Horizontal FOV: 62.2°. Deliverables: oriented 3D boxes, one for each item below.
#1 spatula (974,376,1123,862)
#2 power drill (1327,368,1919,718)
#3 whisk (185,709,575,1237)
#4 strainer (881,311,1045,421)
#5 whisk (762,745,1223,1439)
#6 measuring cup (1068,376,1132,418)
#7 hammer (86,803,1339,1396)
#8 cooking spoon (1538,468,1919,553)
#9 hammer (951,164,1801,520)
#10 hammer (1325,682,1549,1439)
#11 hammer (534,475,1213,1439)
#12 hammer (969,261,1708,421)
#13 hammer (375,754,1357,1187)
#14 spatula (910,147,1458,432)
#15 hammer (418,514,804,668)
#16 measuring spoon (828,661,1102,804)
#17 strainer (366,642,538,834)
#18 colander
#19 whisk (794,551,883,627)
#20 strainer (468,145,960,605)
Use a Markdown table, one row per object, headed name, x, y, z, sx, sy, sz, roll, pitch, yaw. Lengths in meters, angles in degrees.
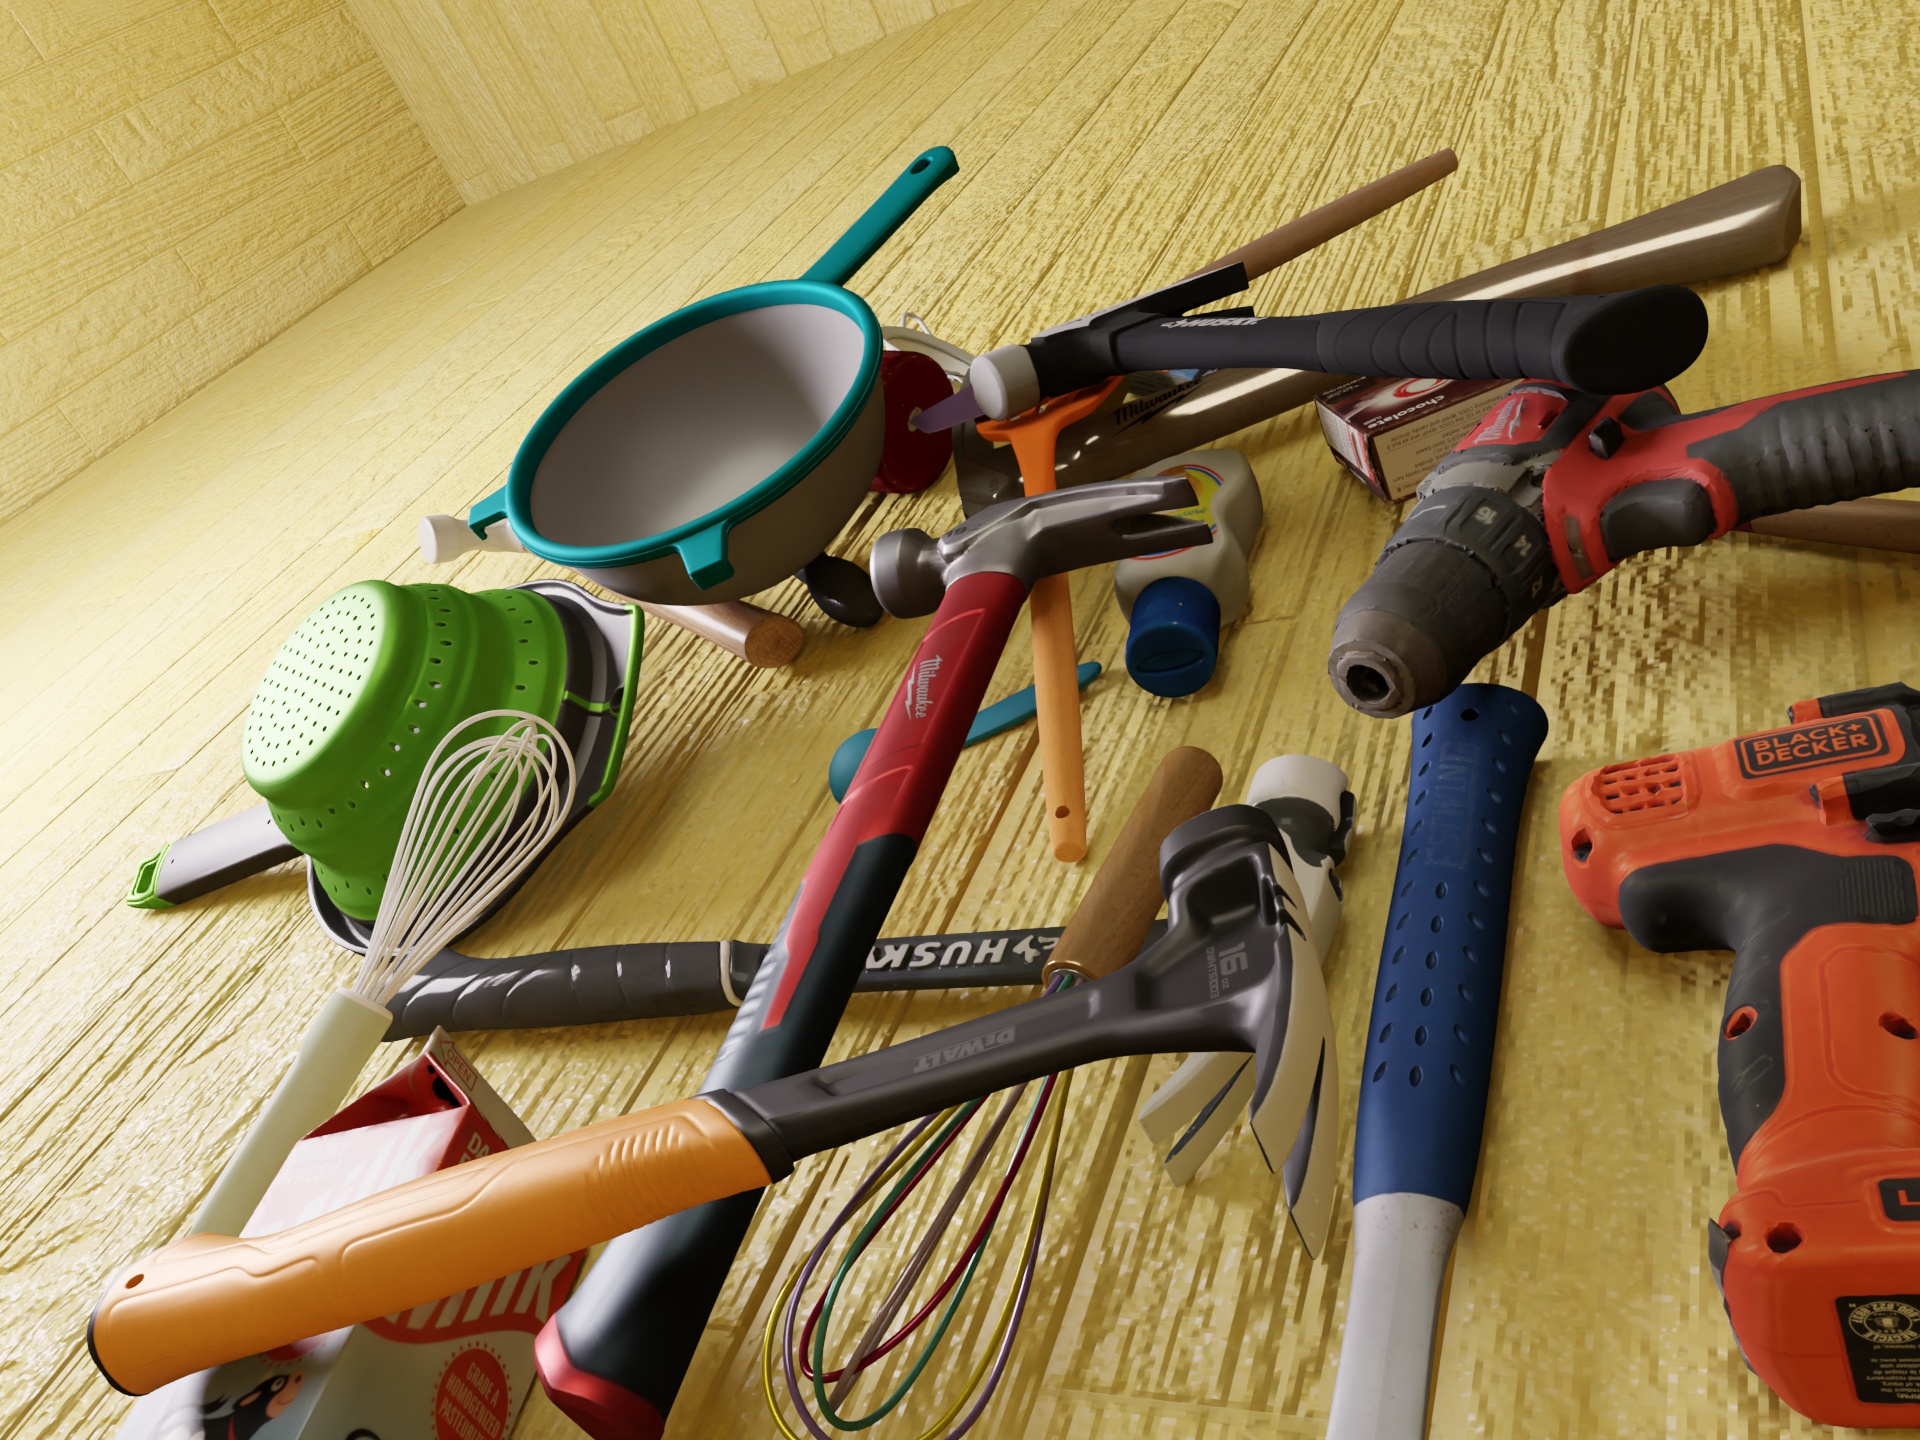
| name | x | y | z | sx | sy | sz | roll | pitch | yaw |
| --- | --- | --- | --- | --- | --- | --- | --- | --- | --- |
| spatula | 0.041 | -0.065 | 0.691 | 0.081 | 0.041 | 0.323 | -13 | 46 | 13 |
| power drill | 0.236 | -0.061 | 0.477 | 0.227 | 0.080 | 0.188 | 2 | 35 | 47 |
| whisk | -0.228 | 0.103 | 0.619 | 0.246 | 0.059 | 0.058 | -62 | 4 | -18 |
| strainer | 0.011 | -0.198 | 0.968 | 0.086 | 0.050 | 0.259 | 9 | 20 | -30 |
| whisk | 0.019 | 0.087 | 0.433 | 0.047 | 0.051 | 0.245 | -10 | 32 | 39 |
| measuring cup | 0.052 | -0.196 | 0.939 | 0.029 | 0.062 | 0.157 | -66 | 18 | 3 |
| hammer | -0.075 | 0.113 | 0.384 | 0.337 | 0.034 | 0.127 | -21 | 21 | 14 |
| cooking spoon | 0.298 | -0.068 | 0.543 | 0.069 | 0.017 | 0.319 | -35 | 29 | -24 |
| hammer | 0.191 | -0.186 | 0.781 | 0.410 | 0.038 | 0.146 | -18 | 44 | 12 |
| hammer | 0.099 | 0.126 | 0.378 | 0.144 | 0.035 | 0.406 | -9 | 34 | 30 |
| hammer | -0.021 | 0.048 | 0.523 | 0.143 | 0.038 | 0.387 | -8 | 39 | 30 |
| hammer | 0.144 | -0.152 | 0.633 | 0.146 | 0.035 | 0.335 | -25 | 22 | -22 |
| hammer | -0.068 | 0.094 | 0.569 | 0.409 | 0.036 | 0.149 | -9 | 35 | 30 |
| spatula | 0.118 | -0.218 | 0.811 | 0.316 | 0.018 | 0.060 | -28 | 26 | -6 |
| hammer | -0.193 | -0.085 | 0.929 | 0.130 | 0.031 | 0.332 | -14 | 25 | -36 |
| measuring spoon | -0.001 | -0.002 | 0.679 | 0.128 | 0.021 | 0.042 | -25 | 29 | 6 |
| strainer | -0.278 | -0.006 | 0.866 | 0.151 | 0.069 | 0.257 | -28 | 27 | -2 |
| colander | -0.330 | 0.025 | 0.785 | 0.397 | 0.094 | 0.205 | -19 | 52 | 31 |
| whisk | -0.109 | -0.108 | 0.909 | 0.070 | 0.070 | 0.285 | -34 | 34 | -12 |
| strainer | -0.087 | -0.174 | 0.852 | 0.211 | 0.095 | 0.340 | 14 | 57 | 38 |
